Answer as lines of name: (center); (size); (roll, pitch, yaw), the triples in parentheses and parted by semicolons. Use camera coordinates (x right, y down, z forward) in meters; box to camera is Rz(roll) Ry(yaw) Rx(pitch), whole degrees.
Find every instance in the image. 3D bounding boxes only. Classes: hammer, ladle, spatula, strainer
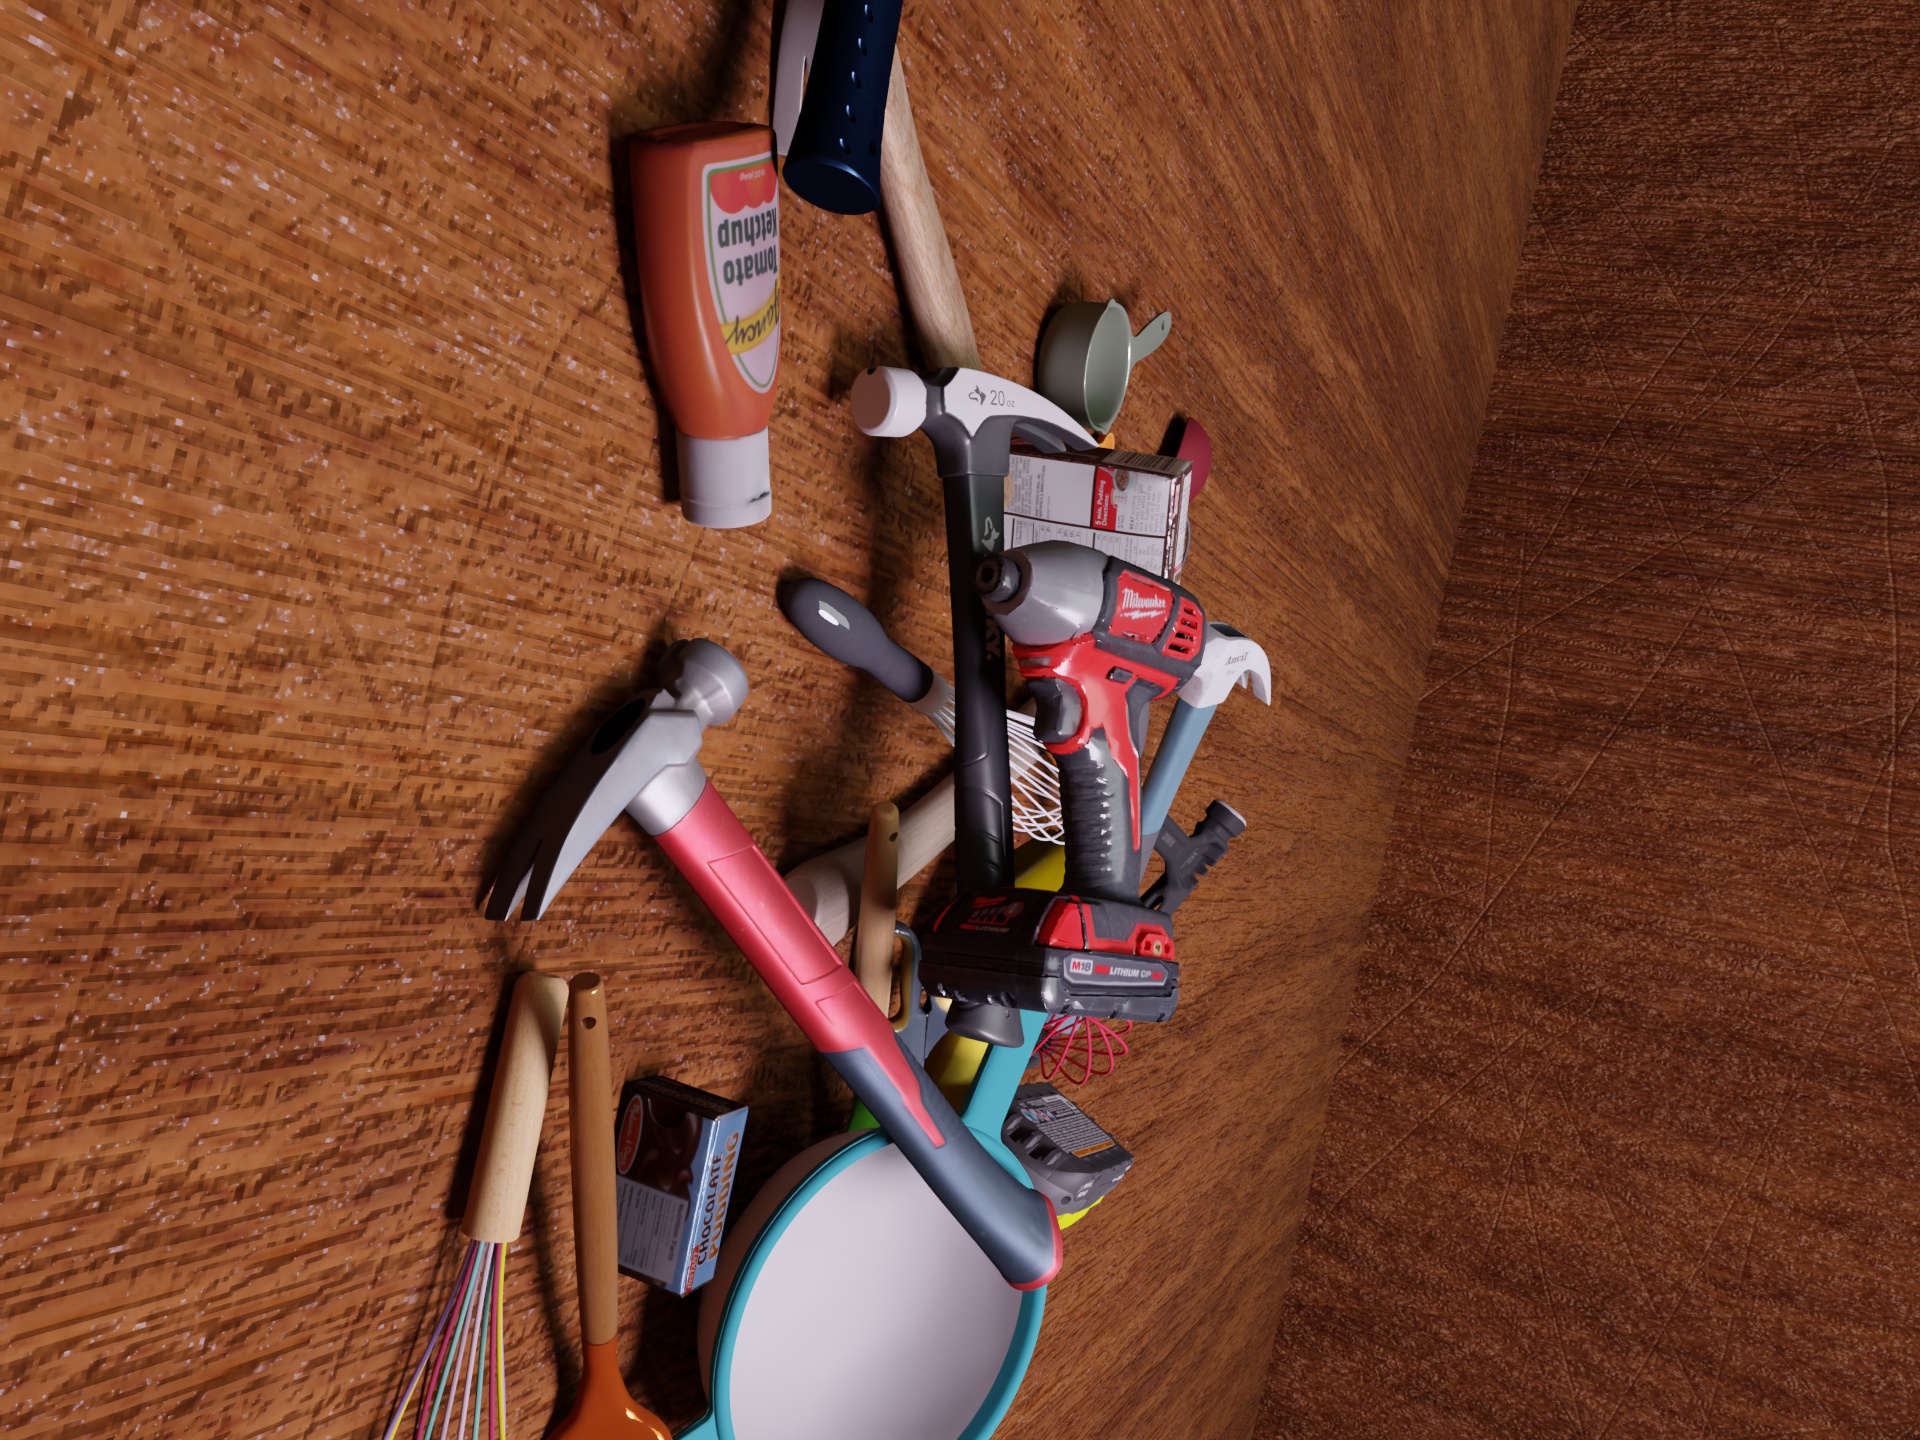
hammer: (0.113, 0.065, 1.095); (0.127, 0.034, 0.336); (-50, 150, -2)
hammer: (-0.055, 0.153, 0.712); (0.385, 0.038, 0.143); (59, 45, -31)
hammer: (-0.018, -0.220, 0.767); (0.130, 0.031, 0.331); (-63, 153, -30)
hammer: (0.114, 0.080, 1.046); (0.128, 0.033, 0.330); (-14, 134, -45)
ladle: (0.120, -0.140, 1.129); (0.315, 0.031, 0.069); (-46, 143, -48)
hammer: (0.014, -0.002, 0.787); (0.146, 0.035, 0.335); (-7, 96, -47)
hammer: (-0.020, -0.398, 0.616); (0.144, 0.035, 0.405); (26, 71, -66)
spatula: (-0.148, 0.241, 0.654); (0.041, 0.081, 0.322); (-118, -151, -57)
strainer: (-0.034, 0.244, 0.845); (0.210, 0.095, 0.340); (37, 70, -37)
hammer: (0.005, 0.050, 0.953); (0.411, 0.038, 0.146); (-38, 136, -55)

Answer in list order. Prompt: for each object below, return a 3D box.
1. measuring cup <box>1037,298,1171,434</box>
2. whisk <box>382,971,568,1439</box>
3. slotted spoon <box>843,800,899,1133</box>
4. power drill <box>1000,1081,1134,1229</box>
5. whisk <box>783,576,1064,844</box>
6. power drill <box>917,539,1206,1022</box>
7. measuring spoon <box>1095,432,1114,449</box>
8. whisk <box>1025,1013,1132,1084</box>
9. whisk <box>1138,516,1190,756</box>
measuring cup: (0.093, -0.236, 1.004); (0.168, 0.038, 0.083); (-46, 142, -54)
whisk: (-0.181, 0.219, 0.610); (0.051, 0.047, 0.245); (20, 81, -65)
slotted spoon: (-0.048, 0.167, 0.850); (0.070, 0.031, 0.313); (-30, 139, -38)
power drill: (0.005, 0.338, 0.981); (0.228, 0.080, 0.190); (-55, 156, 6)
whisk: (-0.002, -0.002, 0.835); (0.284, 0.070, 0.070); (36, 67, -47)
power drill: (0.050, 0.026, 0.750); (0.143, 0.078, 0.220); (16, 77, -46)
measuring spoon: (0.071, -0.166, 1.027); (0.117, 0.011, 0.021); (-36, 134, -52)
whisk: (0.055, 0.202, 1.014); (0.295, 0.073, 0.073); (110, 1, -72)
whisk: (0.116, -0.056, 1.036); (0.238, 0.055, 0.055); (90, 26, -43)
